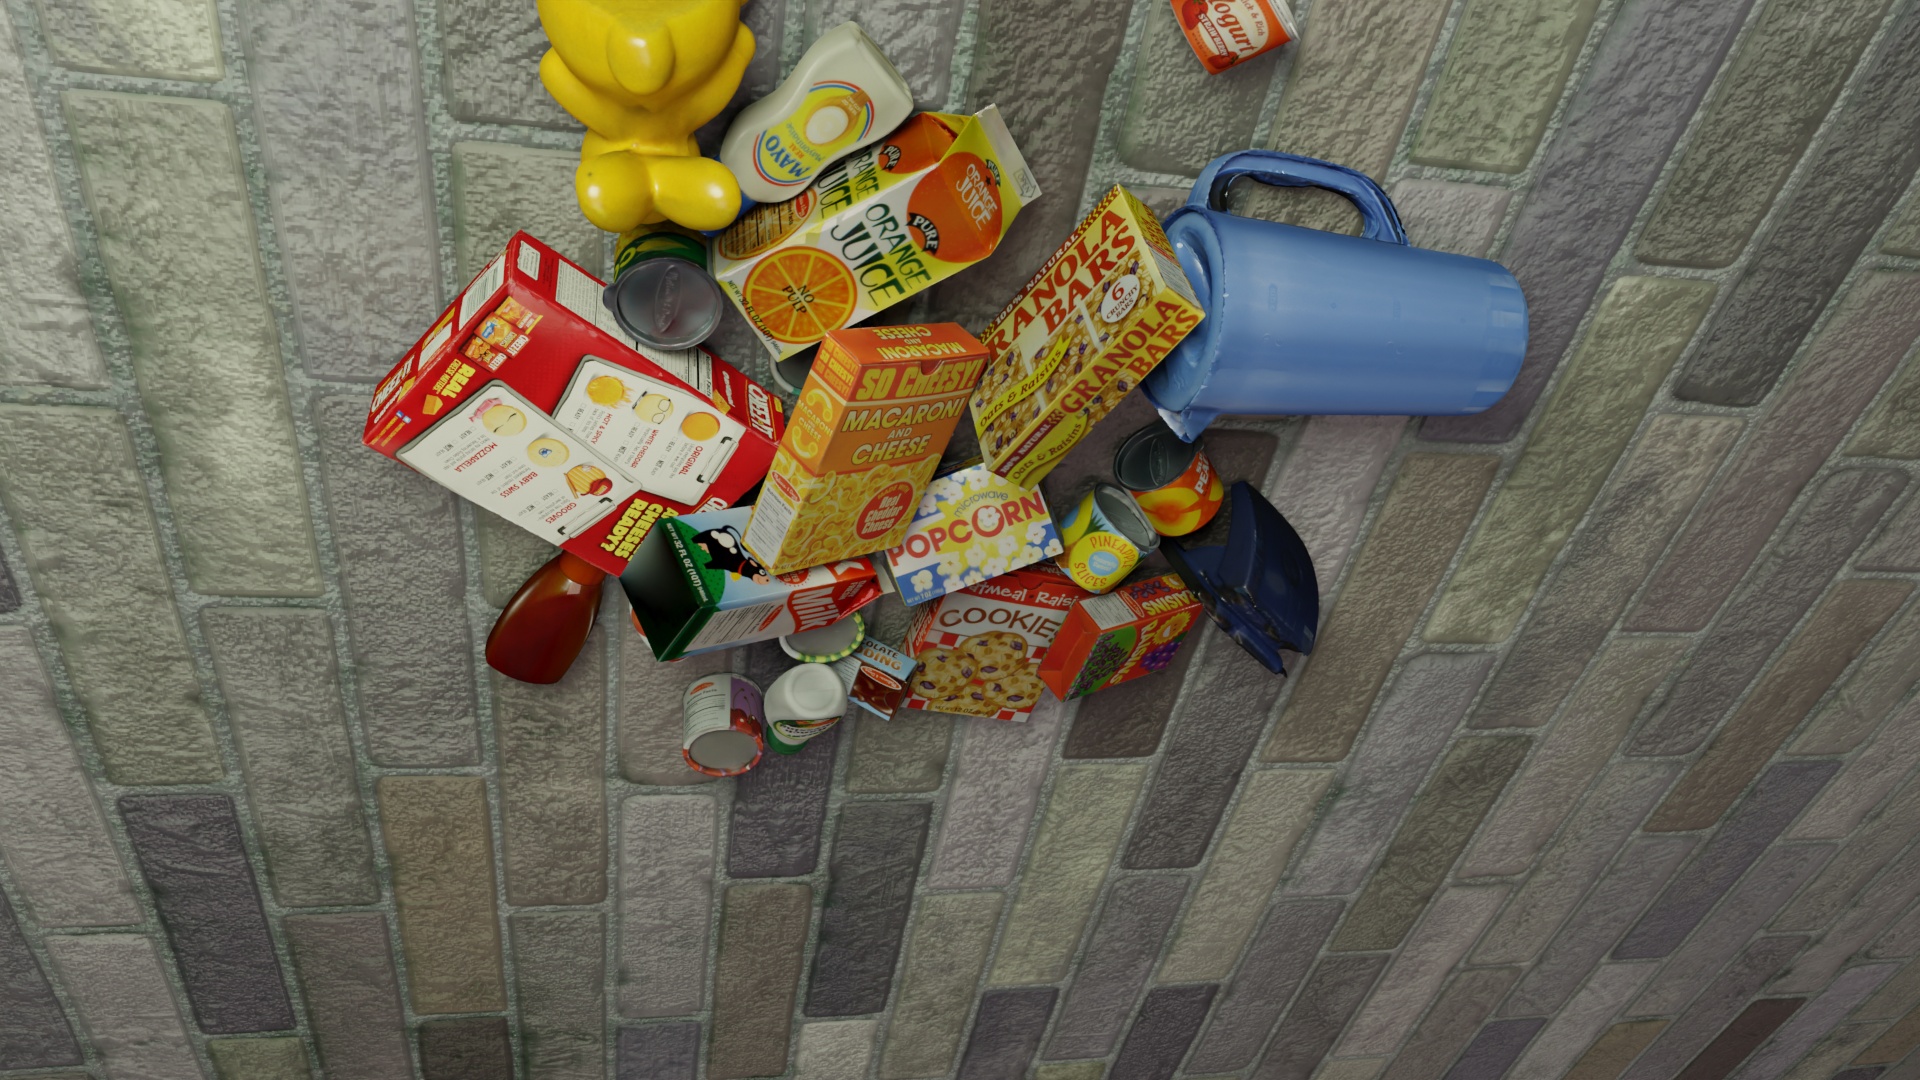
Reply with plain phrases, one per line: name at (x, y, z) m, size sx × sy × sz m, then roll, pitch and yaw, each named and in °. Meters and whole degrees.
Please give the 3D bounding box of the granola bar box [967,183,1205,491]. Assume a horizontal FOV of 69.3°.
granola bar box at (0.073, -0.130, 0.894) m, size 0.039 × 0.125 × 0.165 m, roll 27°, pitch 122°, yaw -32°

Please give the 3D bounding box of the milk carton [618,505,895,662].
milk carton at (-0.131, 0.022, 0.973) m, size 0.191 × 0.072 × 0.073 m, roll -9°, pitch 152°, yaw -44°

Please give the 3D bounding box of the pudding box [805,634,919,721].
pudding box at (-0.080, 0.104, 1.117) m, size 0.084 × 0.030 × 0.049 m, roll 27°, pitch 128°, yaw 8°

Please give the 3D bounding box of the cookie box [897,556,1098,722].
cookie box at (0.025, 0.076, 1.132) m, size 0.123 × 0.040 × 0.166 m, roll 10°, pitch 129°, yaw -20°

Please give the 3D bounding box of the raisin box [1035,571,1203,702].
raisin box at (0.130, 0.077, 1.123) m, size 0.124 × 0.040 × 0.085 m, roll -12°, pitch 140°, yaw -37°

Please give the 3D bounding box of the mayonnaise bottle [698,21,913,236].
mayonnaise bottle at (-0.102, -0.235, 0.817) m, size 0.148 × 0.041 × 0.064 m, roll -33°, pitch 131°, yaw 18°

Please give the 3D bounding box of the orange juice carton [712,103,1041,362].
orange juice carton at (-0.050, -0.193, 0.845) m, size 0.192 × 0.073 × 0.071 m, roll -25°, pitch 131°, yaw 11°

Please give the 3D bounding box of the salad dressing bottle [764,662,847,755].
salad dressing bottle at (-0.129, 0.139, 1.116) m, size 0.064 × 0.044 × 0.147 m, roll -3°, pitch 160°, yaw -16°

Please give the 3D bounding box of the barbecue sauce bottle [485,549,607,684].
barbecue sauce bottle at (-0.297, 0.045, 1.034) m, size 0.065 × 0.044 × 0.148 m, roll 22°, pitch 124°, yaw -28°

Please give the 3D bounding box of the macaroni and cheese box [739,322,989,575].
macaroni and cheese box at (-0.061, -0.061, 0.910) m, size 0.124 × 0.040 × 0.165 m, roll -14°, pitch 139°, yaw -48°

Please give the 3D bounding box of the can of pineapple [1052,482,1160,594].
can of pineapple at (0.109, 0.000, 1.059) m, size 0.071 × 0.071 × 0.057 m, roll 25°, pitch 123°, yaw -30°

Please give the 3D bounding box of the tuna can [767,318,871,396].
tuna can at (-0.093, -0.129, 0.924) m, size 0.071 × 0.033 × 0.070 m, roll -6°, pitch 133°, yaw -6°

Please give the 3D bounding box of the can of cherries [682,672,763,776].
can of cherries at (-0.194, 0.154, 1.146) m, size 0.071 × 0.059 × 0.071 m, roll -6°, pitch 133°, yaw -6°

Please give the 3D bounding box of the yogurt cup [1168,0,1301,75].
yogurt cup at (0.155, -0.304, 0.794) m, size 0.054 × 0.073 × 0.072 m, roll -27°, pitch 132°, yaw 24°

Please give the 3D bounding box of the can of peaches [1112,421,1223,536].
can of peaches at (0.157, -0.046, 1.028) m, size 0.071 × 0.071 × 0.058 m, roll -27°, pitch 132°, yaw 13°

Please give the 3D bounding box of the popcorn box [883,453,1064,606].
popcorn box at (0.004, -0.013, 1.023) m, size 0.127 × 0.038 × 0.085 m, roll -20°, pitch 101°, yaw 6°

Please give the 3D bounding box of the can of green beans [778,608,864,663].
can of green beans at (-0.109, 0.052, 1.070) m, size 0.071 × 0.058 × 0.071 m, roll -6°, pitch 133°, yaw -6°

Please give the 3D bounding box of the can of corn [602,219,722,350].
can of corn at (-0.183, -0.161, 0.857) m, size 0.071 × 0.058 × 0.070 m, roll -6°, pitch 133°, yaw -6°

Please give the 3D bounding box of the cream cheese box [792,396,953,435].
cream cheese box at (-0.061, -0.087, 0.975) m, size 0.104 × 0.024 × 0.053 m, roll -14°, pitch 132°, yaw 1°

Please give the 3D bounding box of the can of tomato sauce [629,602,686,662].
can of tomato sauce at (-0.195, 0.045, 1.037) m, size 0.083 × 0.071 × 0.071 m, roll -32°, pitch 130°, yaw 18°
